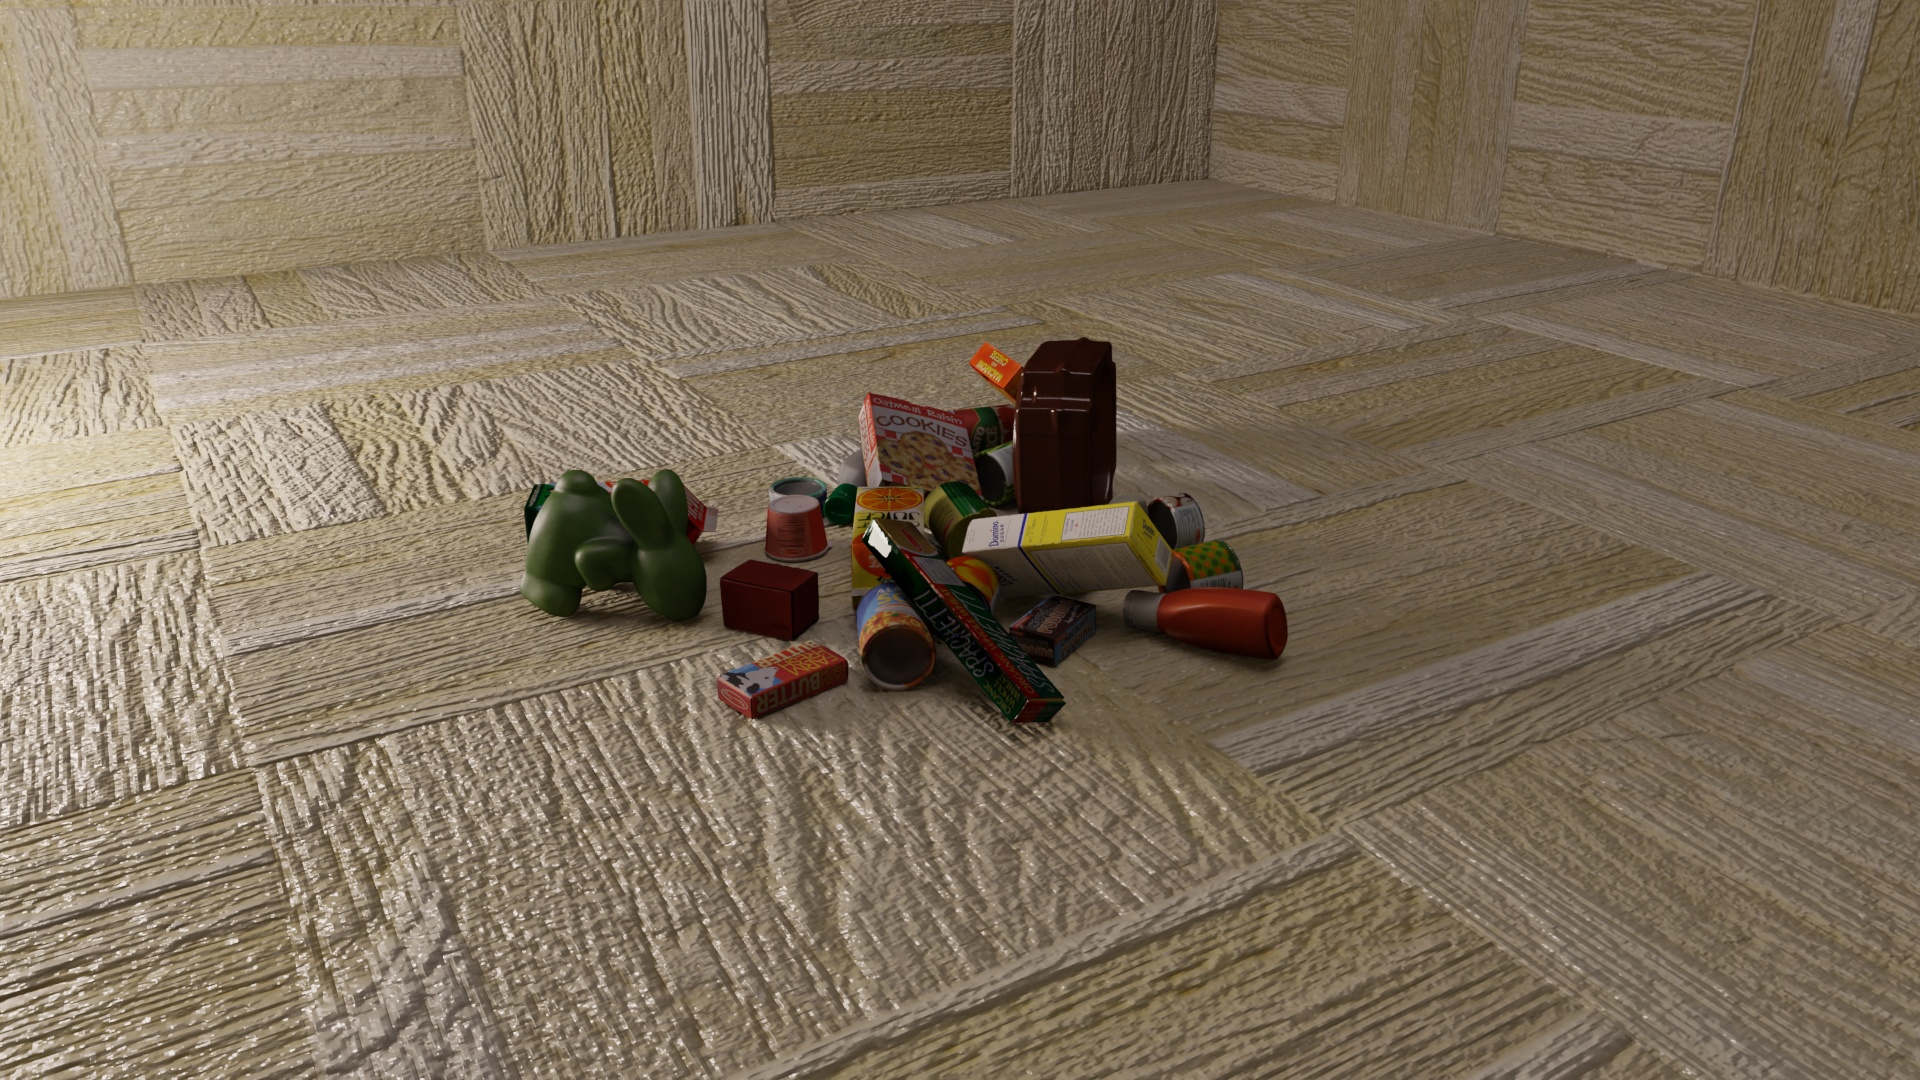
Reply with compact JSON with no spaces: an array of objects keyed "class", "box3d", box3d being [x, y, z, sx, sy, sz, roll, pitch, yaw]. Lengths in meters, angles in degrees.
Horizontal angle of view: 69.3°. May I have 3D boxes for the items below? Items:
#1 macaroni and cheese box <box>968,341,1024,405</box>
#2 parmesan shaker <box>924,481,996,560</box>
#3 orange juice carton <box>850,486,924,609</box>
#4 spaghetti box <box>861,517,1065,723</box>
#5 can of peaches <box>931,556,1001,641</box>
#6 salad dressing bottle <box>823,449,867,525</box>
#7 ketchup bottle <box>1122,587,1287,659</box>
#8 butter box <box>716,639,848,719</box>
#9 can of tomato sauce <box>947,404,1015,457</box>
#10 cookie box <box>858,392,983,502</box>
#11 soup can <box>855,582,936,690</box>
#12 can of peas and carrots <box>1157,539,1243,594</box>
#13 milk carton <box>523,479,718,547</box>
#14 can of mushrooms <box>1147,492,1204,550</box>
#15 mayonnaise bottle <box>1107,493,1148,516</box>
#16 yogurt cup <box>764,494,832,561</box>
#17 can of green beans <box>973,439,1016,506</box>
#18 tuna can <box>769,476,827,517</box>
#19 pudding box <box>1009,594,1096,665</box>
[{"class":"macaroni and cheese box","box3d":[0.097,-0.171,1.740,0.166,0.040,0.124,37,5,-29]},{"class":"parmesan shaker","box3d":[0.005,-0.018,1.463,0.071,0.071,0.103,-6,23,-14]},{"class":"orange juice carton","box3d":[-0.071,0.013,1.387,0.072,0.072,0.193,-1,23,-2]},{"class":"spaghetti box","box3d":[-0.002,0.066,1.202,0.050,0.028,0.251,7,32,-46]},{"class":"can of peaches","box3d":[-0.001,0.054,1.296,0.071,0.071,0.058,5,22,11]},{"class":"salad dressing bottle","box3d":[-0.119,-0.062,1.604,0.064,0.043,0.148,15,26,8]},{"class":"ketchup bottle","box3d":[0.221,0.071,1.271,0.149,0.064,0.044,6,41,35]},{"class":"butter box","box3d":[-0.153,0.119,1.198,0.104,0.024,0.053,-19,29,-38]},{"class":"can of tomato sauce","box3d":[0.028,-0.134,1.745,0.083,0.071,0.071,-8,24,-21]},{"class":"cookie box","box3d":[-0.046,-0.094,1.572,0.123,0.040,0.168,13,37,-20]},{"class":"soup can","box3d":[-0.056,0.082,1.226,0.071,0.071,0.084,-3,23,-6]},{"class":"can of peas and carrots","box3d":[0.229,0.035,1.342,0.059,0.070,0.071,-11,25,-23]},{"class":"milk carton","box3d":[-0.352,-0.018,1.459,0.191,0.073,0.072,-2,23,-6]},{"class":"can of mushrooms","box3d":[0.224,-0.016,1.466,0.033,0.070,0.071,-11,25,-24]},{"class":"mayonnaise bottle","box3d":[0.145,0.004,1.426,0.041,0.064,0.149,15,31,29]},{"class":"yogurt cup","box3d":[-0.176,-0.014,1.476,0.072,0.053,0.073,-1,23,0]},{"class":"can of green beans","box3d":[0.051,-0.078,1.611,0.071,0.071,0.058,21,31,40]},{"class":"tuna can","box3d":[-0.182,-0.047,1.580,0.071,0.032,0.071,0,23,0]},{"class":"pudding box","box3d":[0.085,0.082,1.279,0.049,0.030,0.084,13,26,30]}]
